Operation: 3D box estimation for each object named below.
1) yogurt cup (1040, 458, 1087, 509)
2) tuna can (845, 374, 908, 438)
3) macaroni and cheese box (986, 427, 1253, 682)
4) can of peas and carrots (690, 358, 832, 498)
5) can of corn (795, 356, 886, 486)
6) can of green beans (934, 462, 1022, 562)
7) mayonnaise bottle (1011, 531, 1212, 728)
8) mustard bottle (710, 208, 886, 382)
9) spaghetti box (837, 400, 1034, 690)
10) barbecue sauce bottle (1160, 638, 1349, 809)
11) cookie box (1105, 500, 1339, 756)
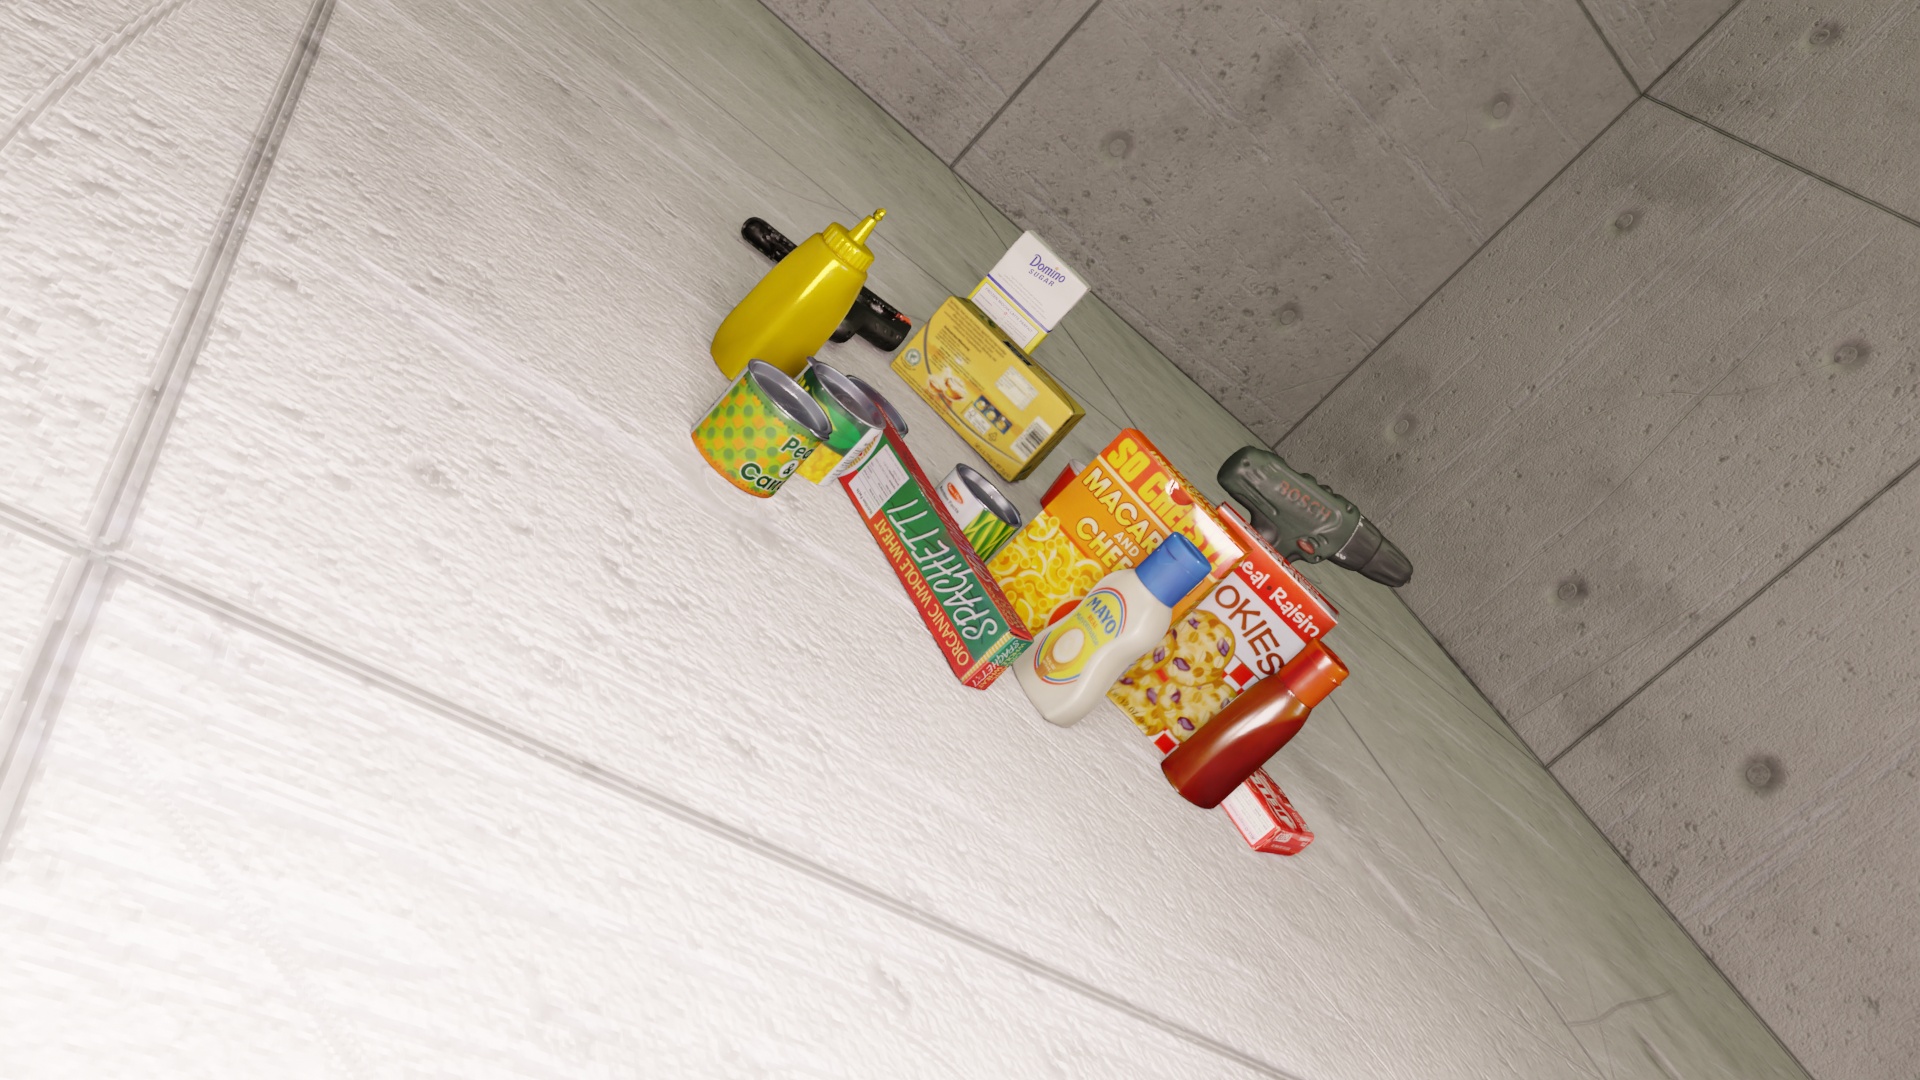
[{"bbox_3d":[0.117,-0.040,1.386,0.072,0.054,0.072,41,16,-14],"label":"yogurt cup"},{"bbox_3d":[-0.075,-0.094,1.083,0.071,0.032,0.071,40,16,-14],"label":"tuna can"},{"bbox_3d":[0.105,0.021,0.993,0.124,0.166,0.040,48,15,13],"label":"macaroni and cheese box"},{"bbox_3d":[-0.120,-0.066,0.850,0.071,0.058,0.071,41,16,-14],"label":"can of peas and carrots"},{"bbox_3d":[-0.096,-0.081,0.949,0.071,0.058,0.071,41,16,-14],"label":"can of corn"},{"bbox_3d":[0.002,-0.014,1.024,0.071,0.057,0.071,41,16,-14],"label":"can of green beans"},{"bbox_3d":[0.103,0.056,0.929,0.041,0.147,0.065,29,22,-45],"label":"mayonnaise bottle"},{"bbox_3d":[-0.106,-0.174,0.973,0.049,0.160,0.065,52,17,26],"label":"mustard bottle"},{"bbox_3d":[-0.030,-0.005,0.936,0.028,0.050,0.251,27,23,-48],"label":"spaghetti box"},{"bbox_3d":[0.219,0.134,1.019,0.065,0.148,0.044,28,22,-46],"label":"barbecue sauce bottle"},{"bbox_3d":[0.184,0.071,1.059,0.123,0.167,0.040,45,15,3],"label":"cookie box"}]
